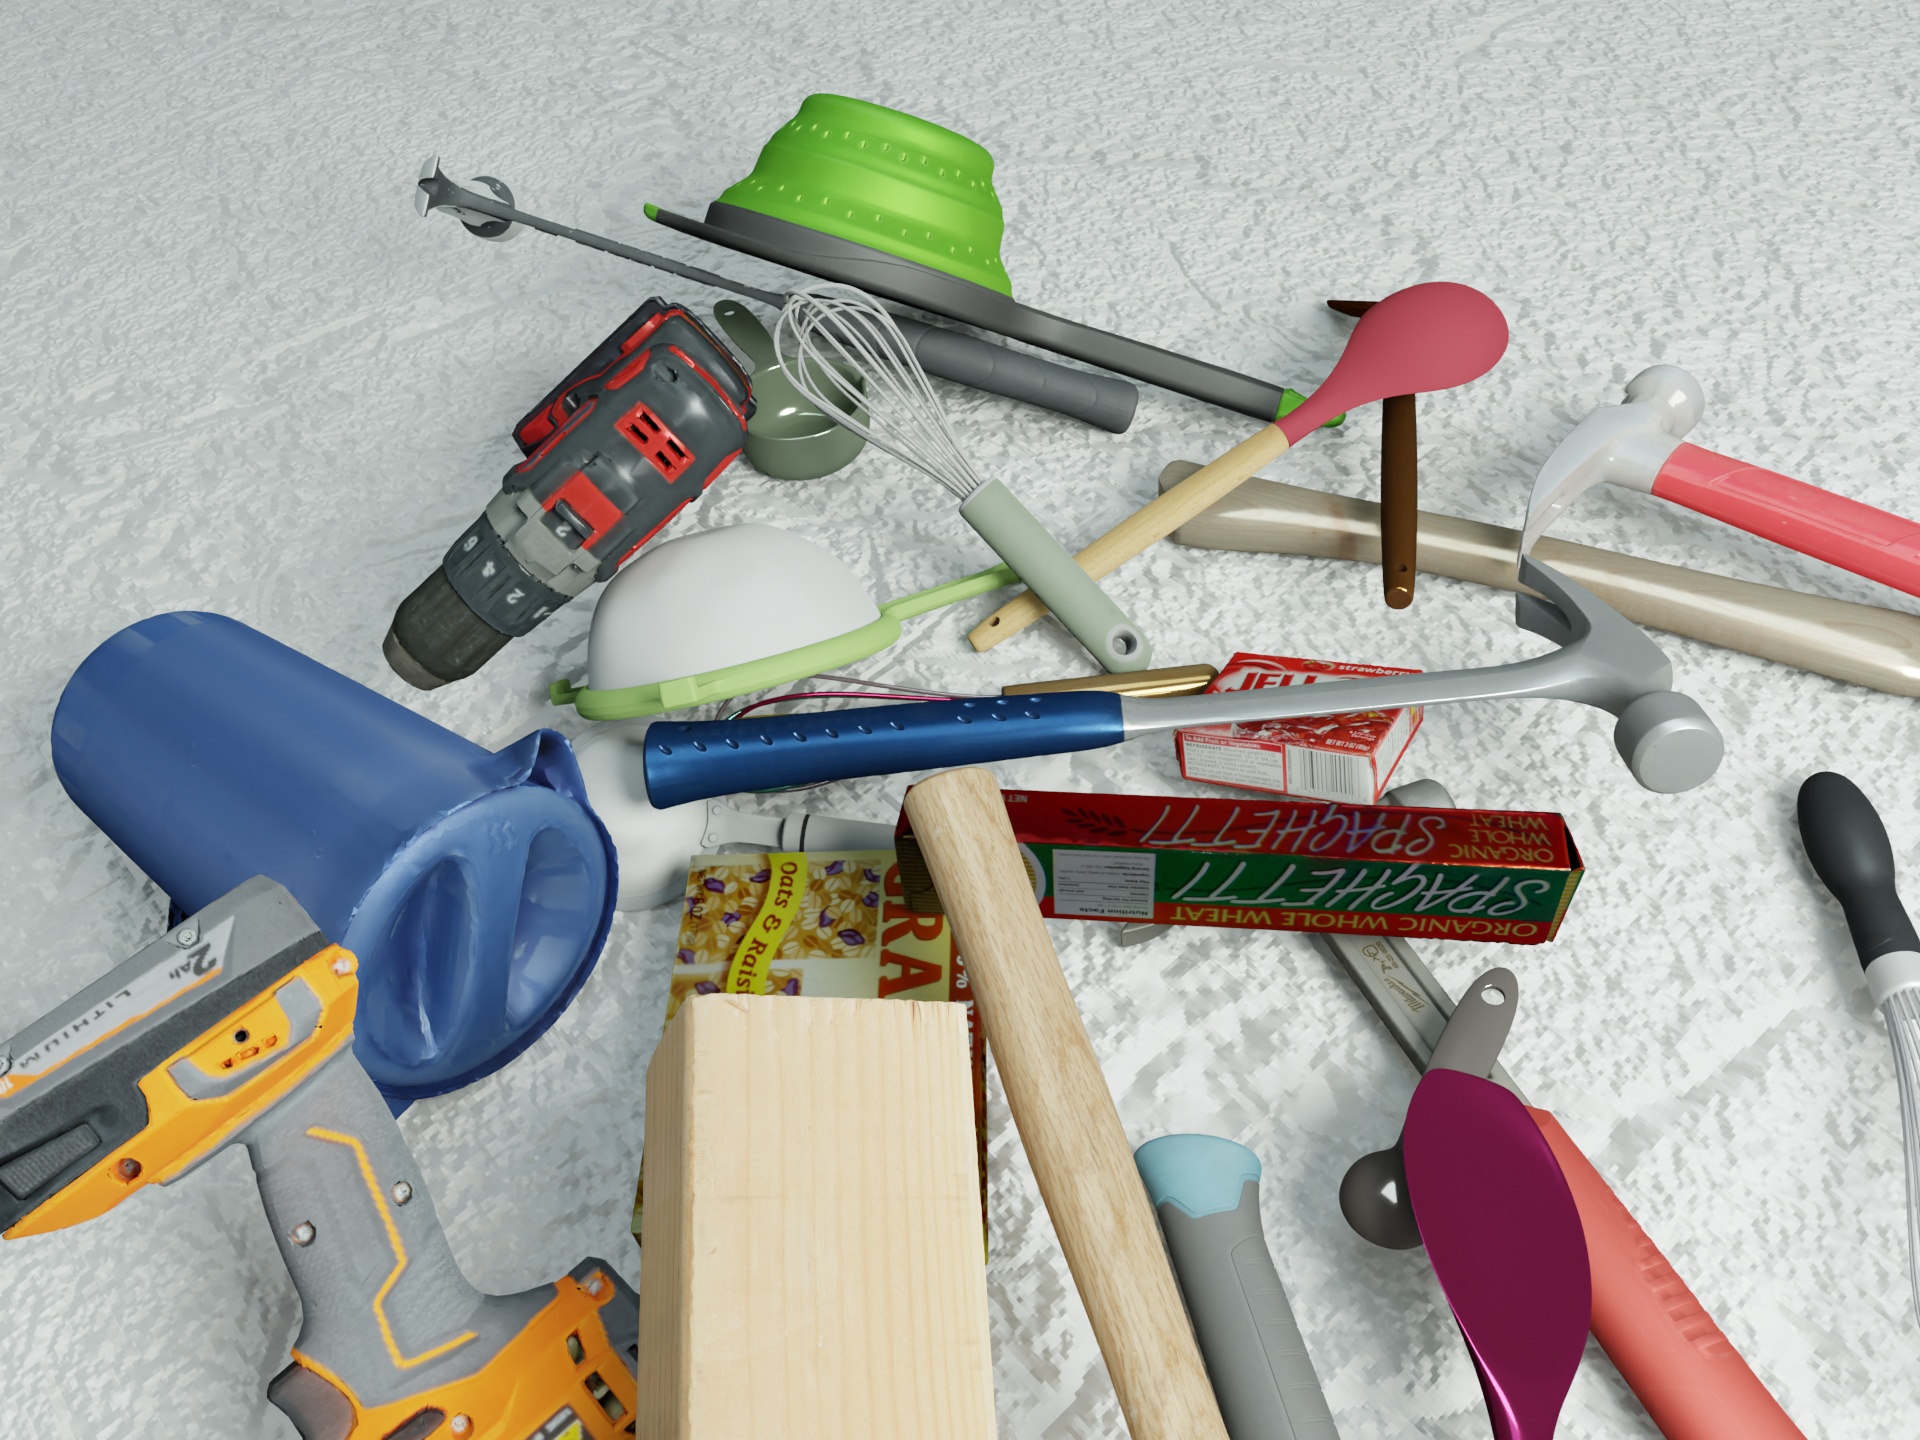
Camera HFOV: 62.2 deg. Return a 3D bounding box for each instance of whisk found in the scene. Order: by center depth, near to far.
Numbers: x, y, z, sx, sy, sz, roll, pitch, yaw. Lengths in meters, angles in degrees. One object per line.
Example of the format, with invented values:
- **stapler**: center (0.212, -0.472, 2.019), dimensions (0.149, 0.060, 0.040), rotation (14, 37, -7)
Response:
- **whisk**: center (0.346, 0.119, 0.565), dimensions (0.070, 0.070, 0.285), rotation (1, 43, 8)
- **whisk**: center (-0.001, -0.002, 0.726), dimensions (0.245, 0.047, 0.051), rotation (-7, 46, -4)
- **whisk**: center (0.002, -0.112, 0.752), dimensions (0.058, 0.059, 0.246), rotation (-43, 91, -12)

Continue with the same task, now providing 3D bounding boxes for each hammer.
- **hammer**: center (0.117, 0.271, 0.468), dimensions (0.128, 0.033, 0.331), rotation (-11, 47, -5)
- **hammer**: center (0.047, 0.156, 0.500), dimensions (0.130, 0.031, 0.332), rotation (-13, 59, -11)
- **hammer**: center (0.197, 0.168, 0.551), dimensions (0.149, 0.036, 0.359), rotation (-20, 48, -11)
- **hammer**: center (0.076, -0.004, 0.647), dimensions (0.405, 0.035, 0.144), rotation (-6, 31, 3)
- **hammer**: center (0.434, -0.045, 0.664), dimensions (0.387, 0.038, 0.143), rotation (30, 56, 31)
- **hammer**: center (0.295, -0.075, 0.762), dimensions (0.411, 0.038, 0.146), rotation (16, 50, 21)
- **hammer**: center (-0.100, -0.231, 0.870), dimensions (0.409, 0.036, 0.149), rotation (18, 12, 0)

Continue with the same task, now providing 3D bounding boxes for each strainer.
- **strainer**: center (-0.078, 0.047, 0.684), dimensions (0.258, 0.050, 0.087), rotation (7, 84, 4)
- **strainer**: center (-0.064, -0.068, 0.741), dimensions (0.256, 0.069, 0.151), rotation (-21, 12, -31)

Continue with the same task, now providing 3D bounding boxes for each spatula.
- **spatula**: center (0.225, -0.155, 0.819), dimensions (0.081, 0.041, 0.323), rotation (5, 43, 11)

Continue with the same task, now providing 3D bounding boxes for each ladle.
- **ladle**: center (0.136, -0.126, 0.783), dimensions (0.315, 0.031, 0.069), rotation (-34, 58, -2)

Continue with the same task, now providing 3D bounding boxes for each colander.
- **colander**: center (0.031, -0.259, 0.874), dimensions (0.397, 0.094, 0.204), rotation (19, 13, 7)

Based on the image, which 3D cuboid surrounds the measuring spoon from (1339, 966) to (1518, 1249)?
- **measuring spoon**: center (0.169, 0.128, 0.554), dimensions (0.034, 0.018, 0.124), rotation (22, 53, 26)

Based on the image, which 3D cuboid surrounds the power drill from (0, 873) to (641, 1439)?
- **power drill**: center (-0.209, 0.181, 0.494), dimensions (0.164, 0.084, 0.226), rotation (-39, 95, -25)

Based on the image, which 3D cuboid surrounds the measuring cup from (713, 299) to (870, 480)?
- **measuring cup**: center (-0.107, -0.193, 0.917), dimensions (0.083, 0.038, 0.168), rotation (-23, 46, -14)

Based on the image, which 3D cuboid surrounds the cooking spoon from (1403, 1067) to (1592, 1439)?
- **cooking spoon**: center (0.162, 0.245, 0.445), dimensions (0.068, 0.017, 0.319), rotation (19, 48, -15)

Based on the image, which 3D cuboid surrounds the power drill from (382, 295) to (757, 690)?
- **power drill**: center (-0.179, -0.110, 0.753), dimensions (0.188, 0.080, 0.227), rotation (-40, 19, 10)
